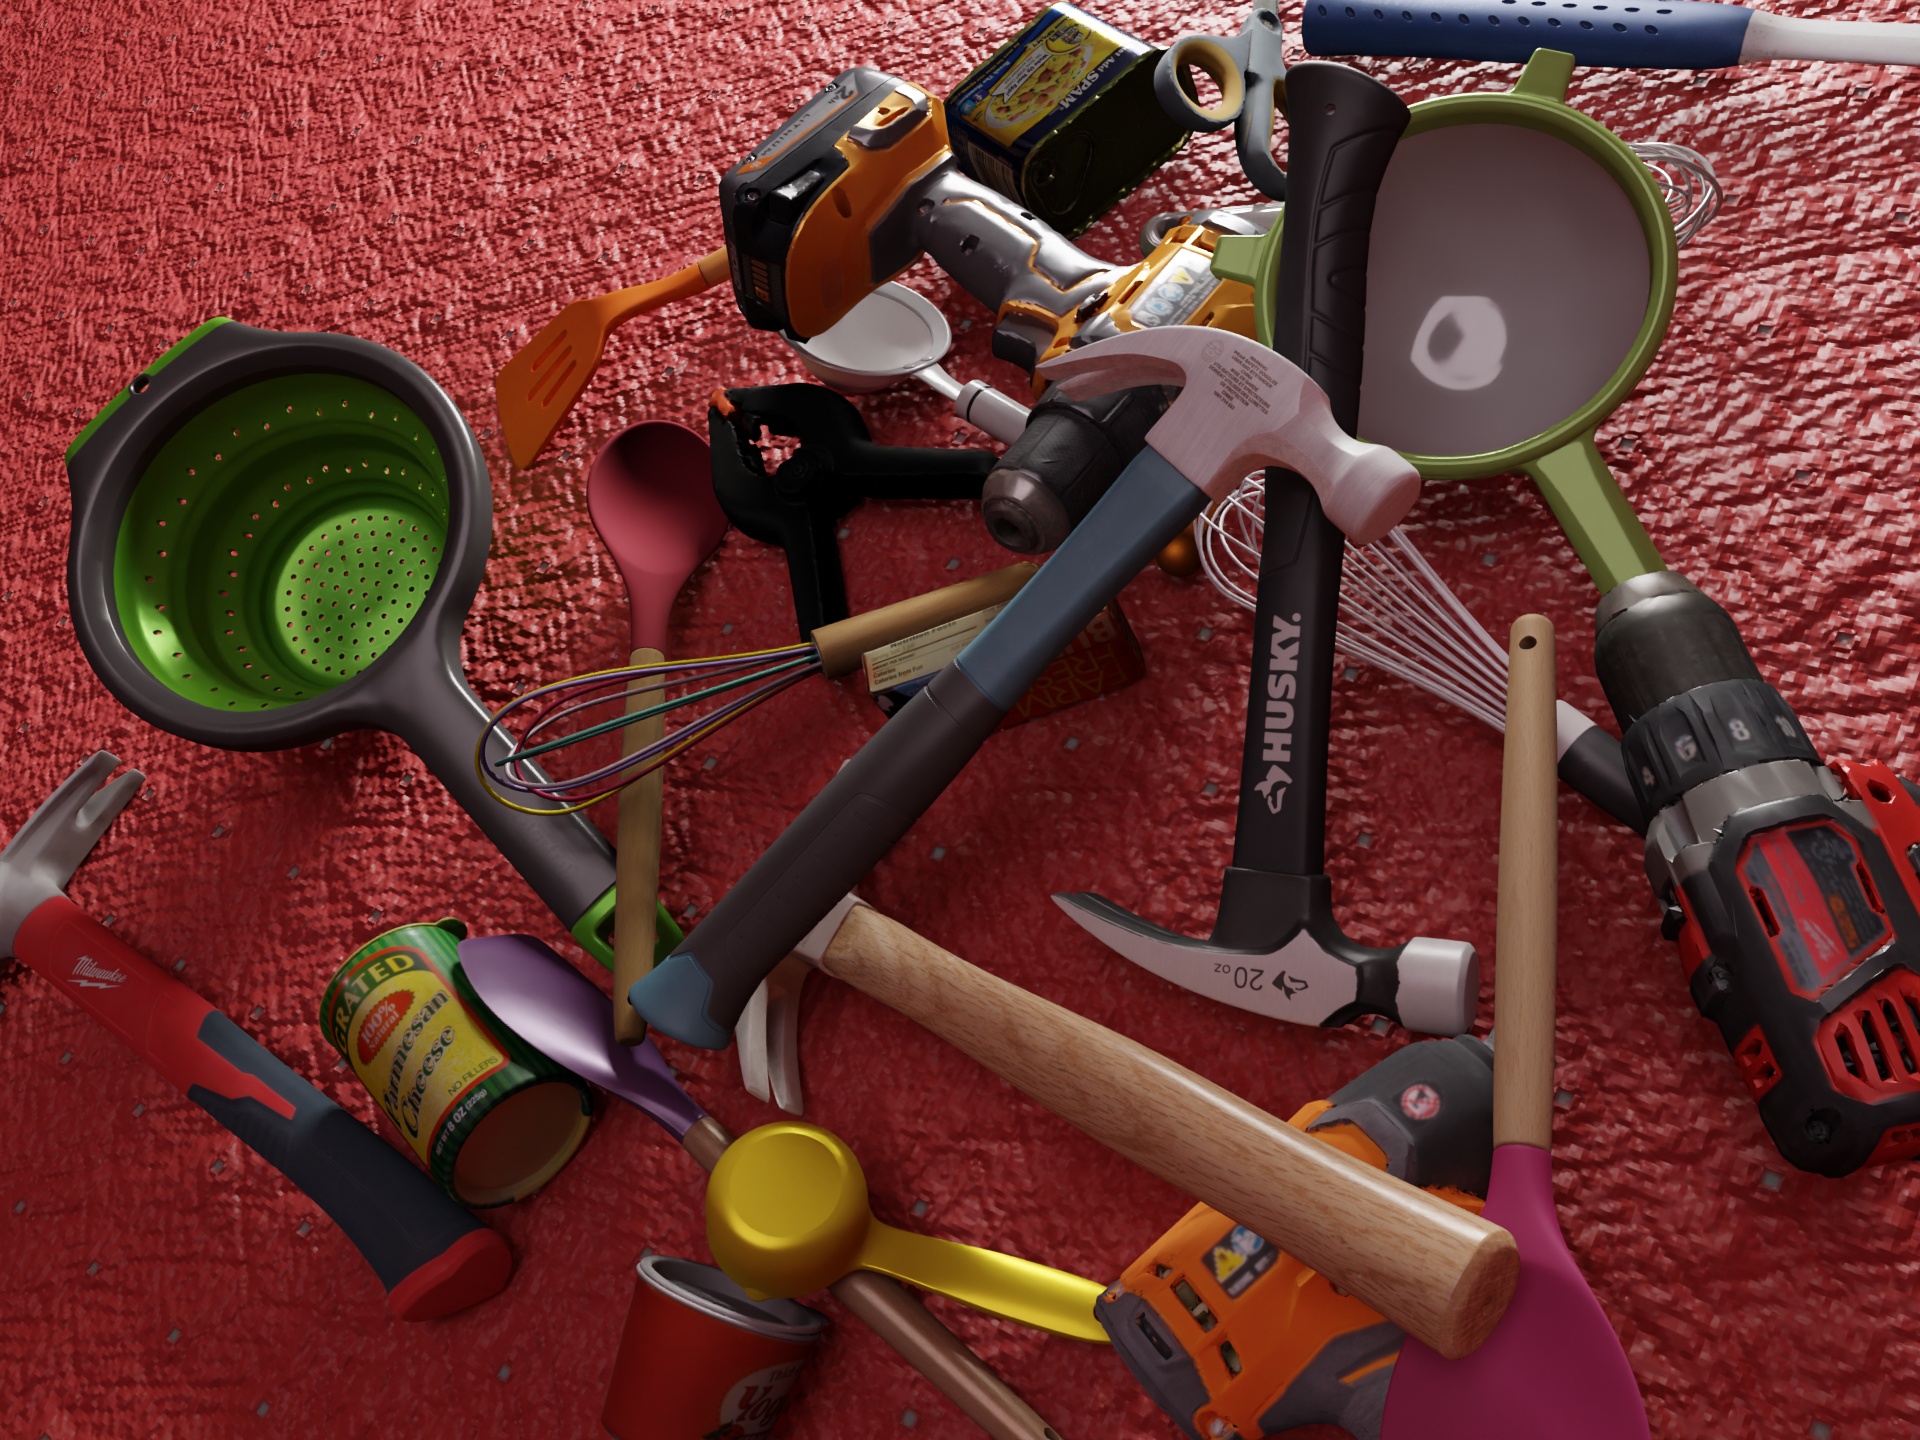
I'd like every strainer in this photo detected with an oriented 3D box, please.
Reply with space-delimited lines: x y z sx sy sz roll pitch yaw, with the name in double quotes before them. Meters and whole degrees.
"strainer" 0.216 -0.112 0.604 0.151 0.069 0.256 -28 75 14
"strainer" 0.000 -0.146 0.725 0.259 0.050 0.087 36 48 29

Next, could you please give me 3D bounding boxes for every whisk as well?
"whisk" -0.078 -0.016 0.656 0.245 0.051 0.047 -19 80 -10
"whisk" 0.186 -0.013 0.565 0.070 0.070 0.285 -44 60 -4
"whisk" 0.189 -0.213 0.677 0.246 0.059 0.058 5 73 31

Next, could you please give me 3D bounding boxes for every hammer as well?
"hammer" 0.028 0.112 0.523 0.331 0.031 0.130 20 77 49
"hammer" -0.327 0.137 0.710 0.386 0.038 0.143 22 72 31
"hammer" 0.115 -0.065 0.559 0.146 0.035 0.335 3 87 29
"hammer" 0.335 -0.278 0.656 0.406 0.035 0.144 18 71 30
"hammer" -0.001 -0.002 0.564 0.331 0.033 0.128 -47 63 12

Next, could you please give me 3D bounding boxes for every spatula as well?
"spatula" -0.081 0.167 0.582 0.316 0.059 0.018 33 106 28
"spatula" -0.110 -0.239 0.836 0.322 0.041 0.081 -27 55 3

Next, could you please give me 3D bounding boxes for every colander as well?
"colander" -0.255 -0.022 0.749 0.204 0.094 0.397 -44 73 -5

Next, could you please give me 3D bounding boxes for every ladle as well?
"ladle" -0.136 -0.007 0.694 0.069 0.031 0.316 7 54 -16

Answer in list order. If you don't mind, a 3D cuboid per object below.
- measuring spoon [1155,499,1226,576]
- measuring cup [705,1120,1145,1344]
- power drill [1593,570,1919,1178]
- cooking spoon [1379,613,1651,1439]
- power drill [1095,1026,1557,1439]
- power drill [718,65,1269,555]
"measuring spoon" 0.110 -0.109 0.667 0.021 0.011 0.117 24 68 6
"measuring cup" -0.013 0.176 0.535 0.156 0.029 0.062 13 48 12
"power drill" 0.311 0.017 0.458 0.226 0.080 0.188 -14 58 7
"cooking spoon" 0.161 0.099 0.453 0.069 0.017 0.319 -10 51 34
"power drill" 0.164 0.196 0.441 0.164 0.084 0.227 -42 51 -4
"power drill" 0.004 -0.173 0.676 0.226 0.084 0.185 30 62 17
